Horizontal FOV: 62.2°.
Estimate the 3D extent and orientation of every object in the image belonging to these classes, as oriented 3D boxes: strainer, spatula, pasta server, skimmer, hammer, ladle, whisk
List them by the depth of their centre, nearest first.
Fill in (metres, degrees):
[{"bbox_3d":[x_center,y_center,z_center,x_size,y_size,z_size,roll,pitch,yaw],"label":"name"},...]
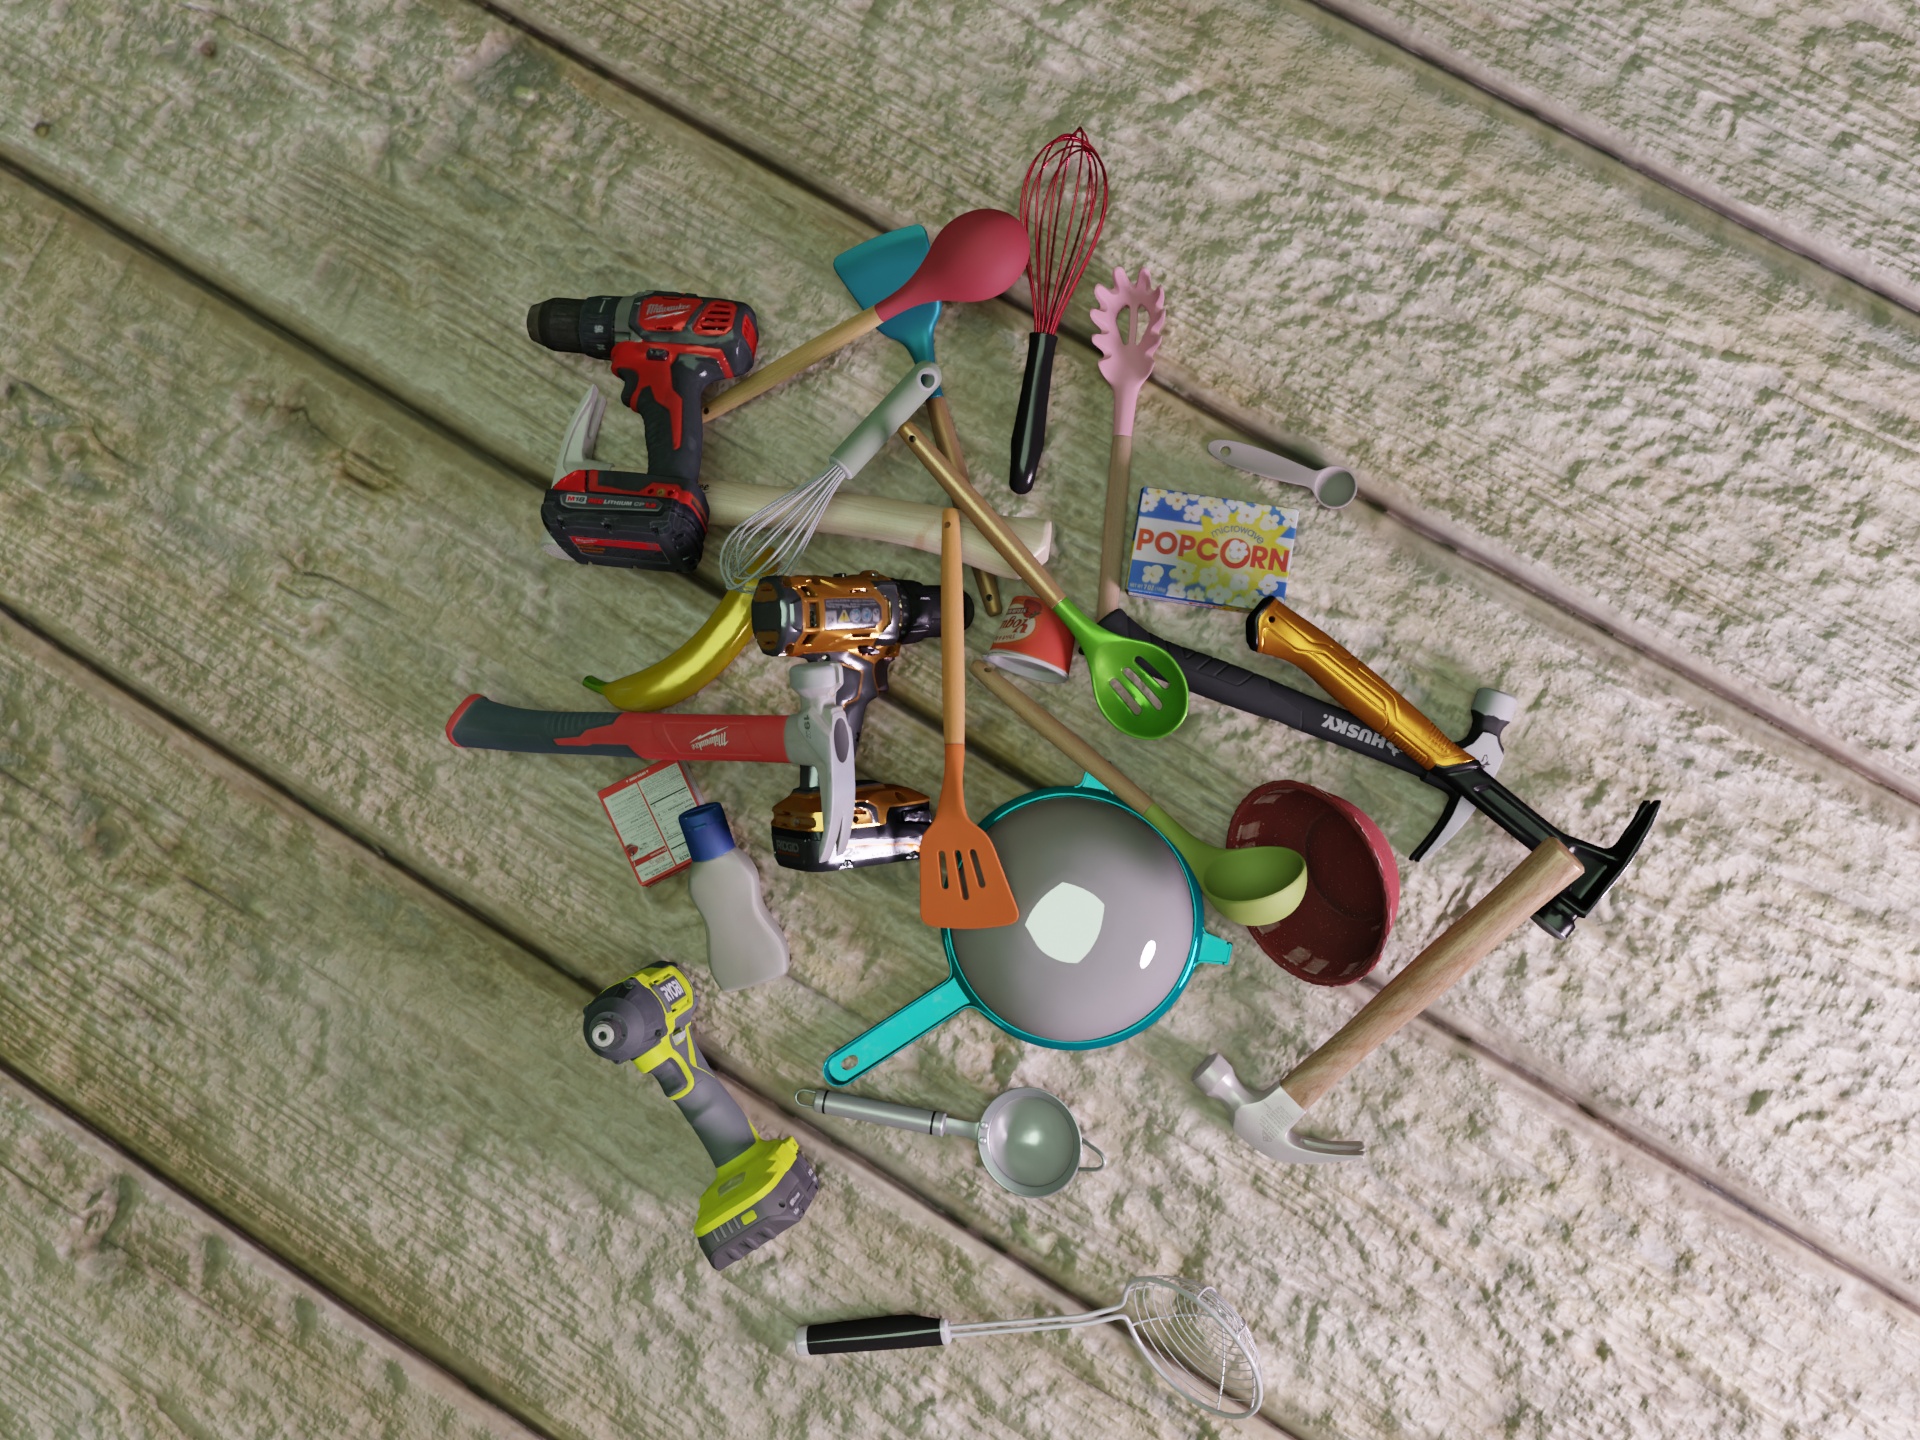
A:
[{"bbox_3d":[0.334,0.212,1.199,0.130,0.031,0.331,45,106,4],"label":"hammer"},{"bbox_3d":[0.360,0.013,1.204,0.337,0.034,0.127,39,90,4],"label":"hammer"},{"bbox_3d":[-0.002,-0.004,1.216,0.081,0.041,0.323,-5,79,23],"label":"spatula"},{"bbox_3d":[0.128,0.044,1.218,0.320,0.062,0.078,40,51,20],"label":"ladle"},{"bbox_3d":[0.046,0.488,1.221,0.363,0.090,0.127,-7,118,8],"label":"skimmer"},{"bbox_3d":[-0.250,0.027,1.231,0.386,0.038,0.143,1,99,30],"label":"hammer"},{"bbox_3d":[0.031,0.191,1.236,0.340,0.095,0.211,-33,84,2],"label":"strainer"},{"bbox_3d":[0.253,-0.006,1.244,0.335,0.035,0.146,21,89,3],"label":"hammer"},{"bbox_3d":[-0.099,-0.192,1.245,0.246,0.059,0.057,-49,115,-11],"label":"whisk"},{"bbox_3d":[-0.009,0.320,1.262,0.258,0.050,0.087,8,92,12],"label":"strainer"},{"bbox_3d":[0.126,-0.202,1.276,0.060,0.040,0.316,5,89,15],"label":"pasta server"},{"bbox_3d":[-0.087,-0.316,1.278,0.315,0.031,0.069,-25,89,19],"label":"ladle"},{"bbox_3d":[0.070,-0.329,1.280,0.073,0.073,0.296,9,93,7],"label":"whisk"},{"bbox_3d":[-0.130,-0.179,1.285,0.410,0.038,0.146,8,76,8],"label":"hammer"},{"bbox_3d":[-0.019,-0.237,1.291,0.082,0.044,0.317,-17,87,15],"label":"spatula"}]

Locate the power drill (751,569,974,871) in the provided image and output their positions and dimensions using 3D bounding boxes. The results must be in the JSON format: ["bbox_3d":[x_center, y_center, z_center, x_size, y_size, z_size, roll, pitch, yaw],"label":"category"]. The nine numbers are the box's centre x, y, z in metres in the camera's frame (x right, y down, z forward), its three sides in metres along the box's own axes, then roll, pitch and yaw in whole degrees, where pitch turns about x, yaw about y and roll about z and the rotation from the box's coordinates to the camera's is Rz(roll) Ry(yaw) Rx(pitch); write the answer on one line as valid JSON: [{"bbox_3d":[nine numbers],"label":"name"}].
[{"bbox_3d":[-0.068,-0.005,1.246,0.185,0.084,0.226,-5,94,-34],"label":"power drill"}]

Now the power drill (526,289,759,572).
[{"bbox_3d":[-0.269,-0.240,1.260,0.188,0.080,0.227,6,72,7],"label":"power drill"}]

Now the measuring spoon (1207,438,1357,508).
[{"bbox_3d":[0.257,-0.201,1.276,0.124,0.018,0.034,22,91,14],"label":"measuring spoon"}]

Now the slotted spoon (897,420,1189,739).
[{"bbox_3d":[0.060,-0.111,1.222,0.070,0.031,0.314,-42,89,15],"label":"slotted spoon"}]

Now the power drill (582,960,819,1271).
[{"bbox_3d":[-0.206,0.297,1.221,0.080,0.171,0.223,-33,87,3],"label":"power drill"}]
